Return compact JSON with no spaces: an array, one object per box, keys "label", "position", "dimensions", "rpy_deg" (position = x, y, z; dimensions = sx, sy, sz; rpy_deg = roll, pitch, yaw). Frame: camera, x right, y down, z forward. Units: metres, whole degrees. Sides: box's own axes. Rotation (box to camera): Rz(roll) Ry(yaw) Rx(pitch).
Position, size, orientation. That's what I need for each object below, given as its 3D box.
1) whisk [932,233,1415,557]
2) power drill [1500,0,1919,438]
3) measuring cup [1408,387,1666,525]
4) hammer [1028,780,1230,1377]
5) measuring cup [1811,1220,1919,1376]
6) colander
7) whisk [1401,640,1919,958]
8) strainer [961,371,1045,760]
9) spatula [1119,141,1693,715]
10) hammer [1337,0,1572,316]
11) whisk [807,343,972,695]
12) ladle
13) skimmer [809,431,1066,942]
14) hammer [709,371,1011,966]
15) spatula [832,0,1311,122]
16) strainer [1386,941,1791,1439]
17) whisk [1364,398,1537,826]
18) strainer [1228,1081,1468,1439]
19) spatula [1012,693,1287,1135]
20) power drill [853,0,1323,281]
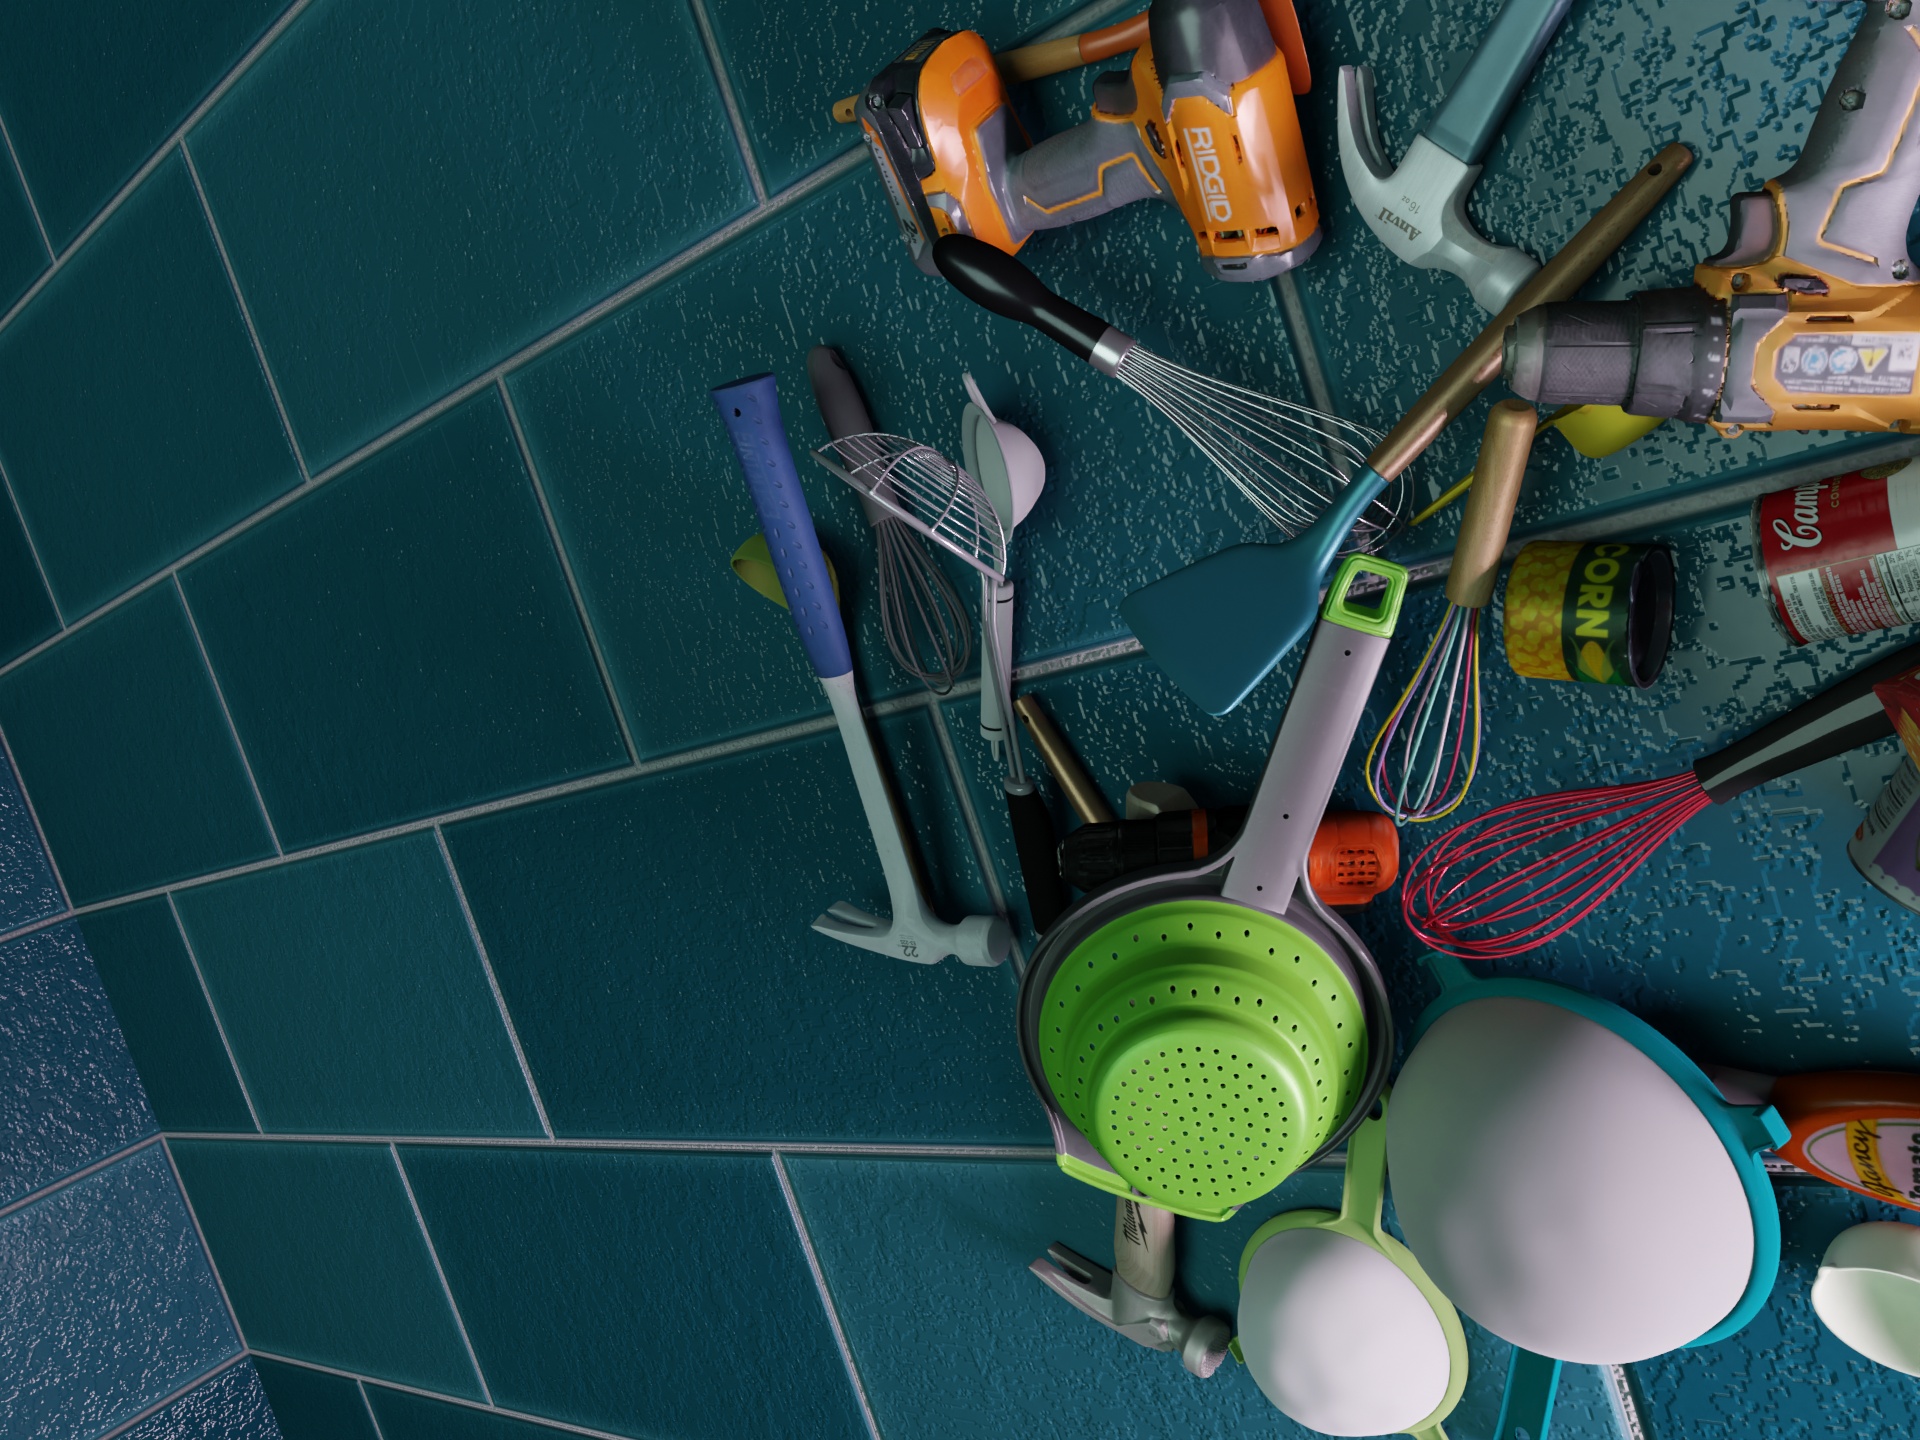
[{"label":"whisk","position":[0.105,-0.172,0.814],"dimensions":[0.284,0.070,0.070],"rpy_deg":[33,127,8]},{"label":"power drill","position":[0.313,-0.222,0.614],"dimensions":[0.185,0.084,0.226],"rpy_deg":[3,112,14]},{"label":"measuring cup","position":[0.273,-0.122,0.746],"dimensions":[0.029,0.062,0.156],"rpy_deg":[51,143,0]},{"label":"hammer","position":[0.109,0.225,1.006],"dimensions":[0.146,0.038,0.410],"rpy_deg":[18,121,37]},{"label":"measuring cup","position":[0.454,0.242,0.708],"dimensions":[0.083,0.038,0.167],"rpy_deg":[35,142,11]},{"label":"colander","position":[0.146,0.111,0.802],"dimensions":[0.204,0.094,0.397],"rpy_deg":[17,112,3]},{"label":"whisk","position":[0.334,0.038,0.748],"dimensions":[0.296,0.073,0.073],"rpy_deg":[-36,83,36]},{"label":"strainer","position":[0.024,-0.088,0.970],"dimensions":[0.087,0.050,0.258],"rpy_deg":[-124,29,-56]},{"label":"spatula","position":[0.207,-0.135,0.728],"dimensions":[0.317,0.044,0.082],"rpy_deg":[-48,58,19]},{"label":"hammer","position":[0.270,-0.346,0.667],"dimensions":[0.128,0.033,0.330],"rpy_deg":[42,128,19]},{"label":"whisk","position":[-0.050,-0.129,1.013],"dimensions":[0.055,0.055,0.239],"rpy_deg":[-24,87,43]},{"label":"ladle","position":[-0.076,0.022,1.088],"dimensions":[0.078,0.062,0.320],"rpy_deg":[-1,110,62]},{"label":"skimmer","position":[-0.002,-0.003,0.947],"dimensions":[0.127,0.090,0.363],"rpy_deg":[40,148,56]},{"label":"hammer","position":[-0.083,-0.020,1.022],"dimensions":[0.144,0.035,0.405],"rpy_deg":[-2,115,34]},{"label":"spatula","position":[0.043,-0.351,0.850],"dimensions":[0.323,0.041,0.081],"rpy_deg":[5,135,41]},{"label":"strainer","position":[0.291,0.299,0.836],"dimensions":[0.211,0.095,0.340],"rpy_deg":[27,130,43]},{"label":"whisk","position":[0.238,-0.042,0.775],"dimensions":[0.047,0.051,0.244],"rpy_deg":[36,139,36]},{"label":"strainer","position":[0.223,0.331,0.943],"dimensions":[0.152,0.069,0.256],"rpy_deg":[17,118,35]},{"label":"spatula","position":[0.120,0.120,0.984],"dimensions":[0.059,0.018,0.316],"rpy_deg":[-37,82,45]},{"label":"power drill","position":[0.060,-0.302,0.798],"dimensions":[0.227,0.084,0.164],"rpy_deg":[10,140,37]}]
